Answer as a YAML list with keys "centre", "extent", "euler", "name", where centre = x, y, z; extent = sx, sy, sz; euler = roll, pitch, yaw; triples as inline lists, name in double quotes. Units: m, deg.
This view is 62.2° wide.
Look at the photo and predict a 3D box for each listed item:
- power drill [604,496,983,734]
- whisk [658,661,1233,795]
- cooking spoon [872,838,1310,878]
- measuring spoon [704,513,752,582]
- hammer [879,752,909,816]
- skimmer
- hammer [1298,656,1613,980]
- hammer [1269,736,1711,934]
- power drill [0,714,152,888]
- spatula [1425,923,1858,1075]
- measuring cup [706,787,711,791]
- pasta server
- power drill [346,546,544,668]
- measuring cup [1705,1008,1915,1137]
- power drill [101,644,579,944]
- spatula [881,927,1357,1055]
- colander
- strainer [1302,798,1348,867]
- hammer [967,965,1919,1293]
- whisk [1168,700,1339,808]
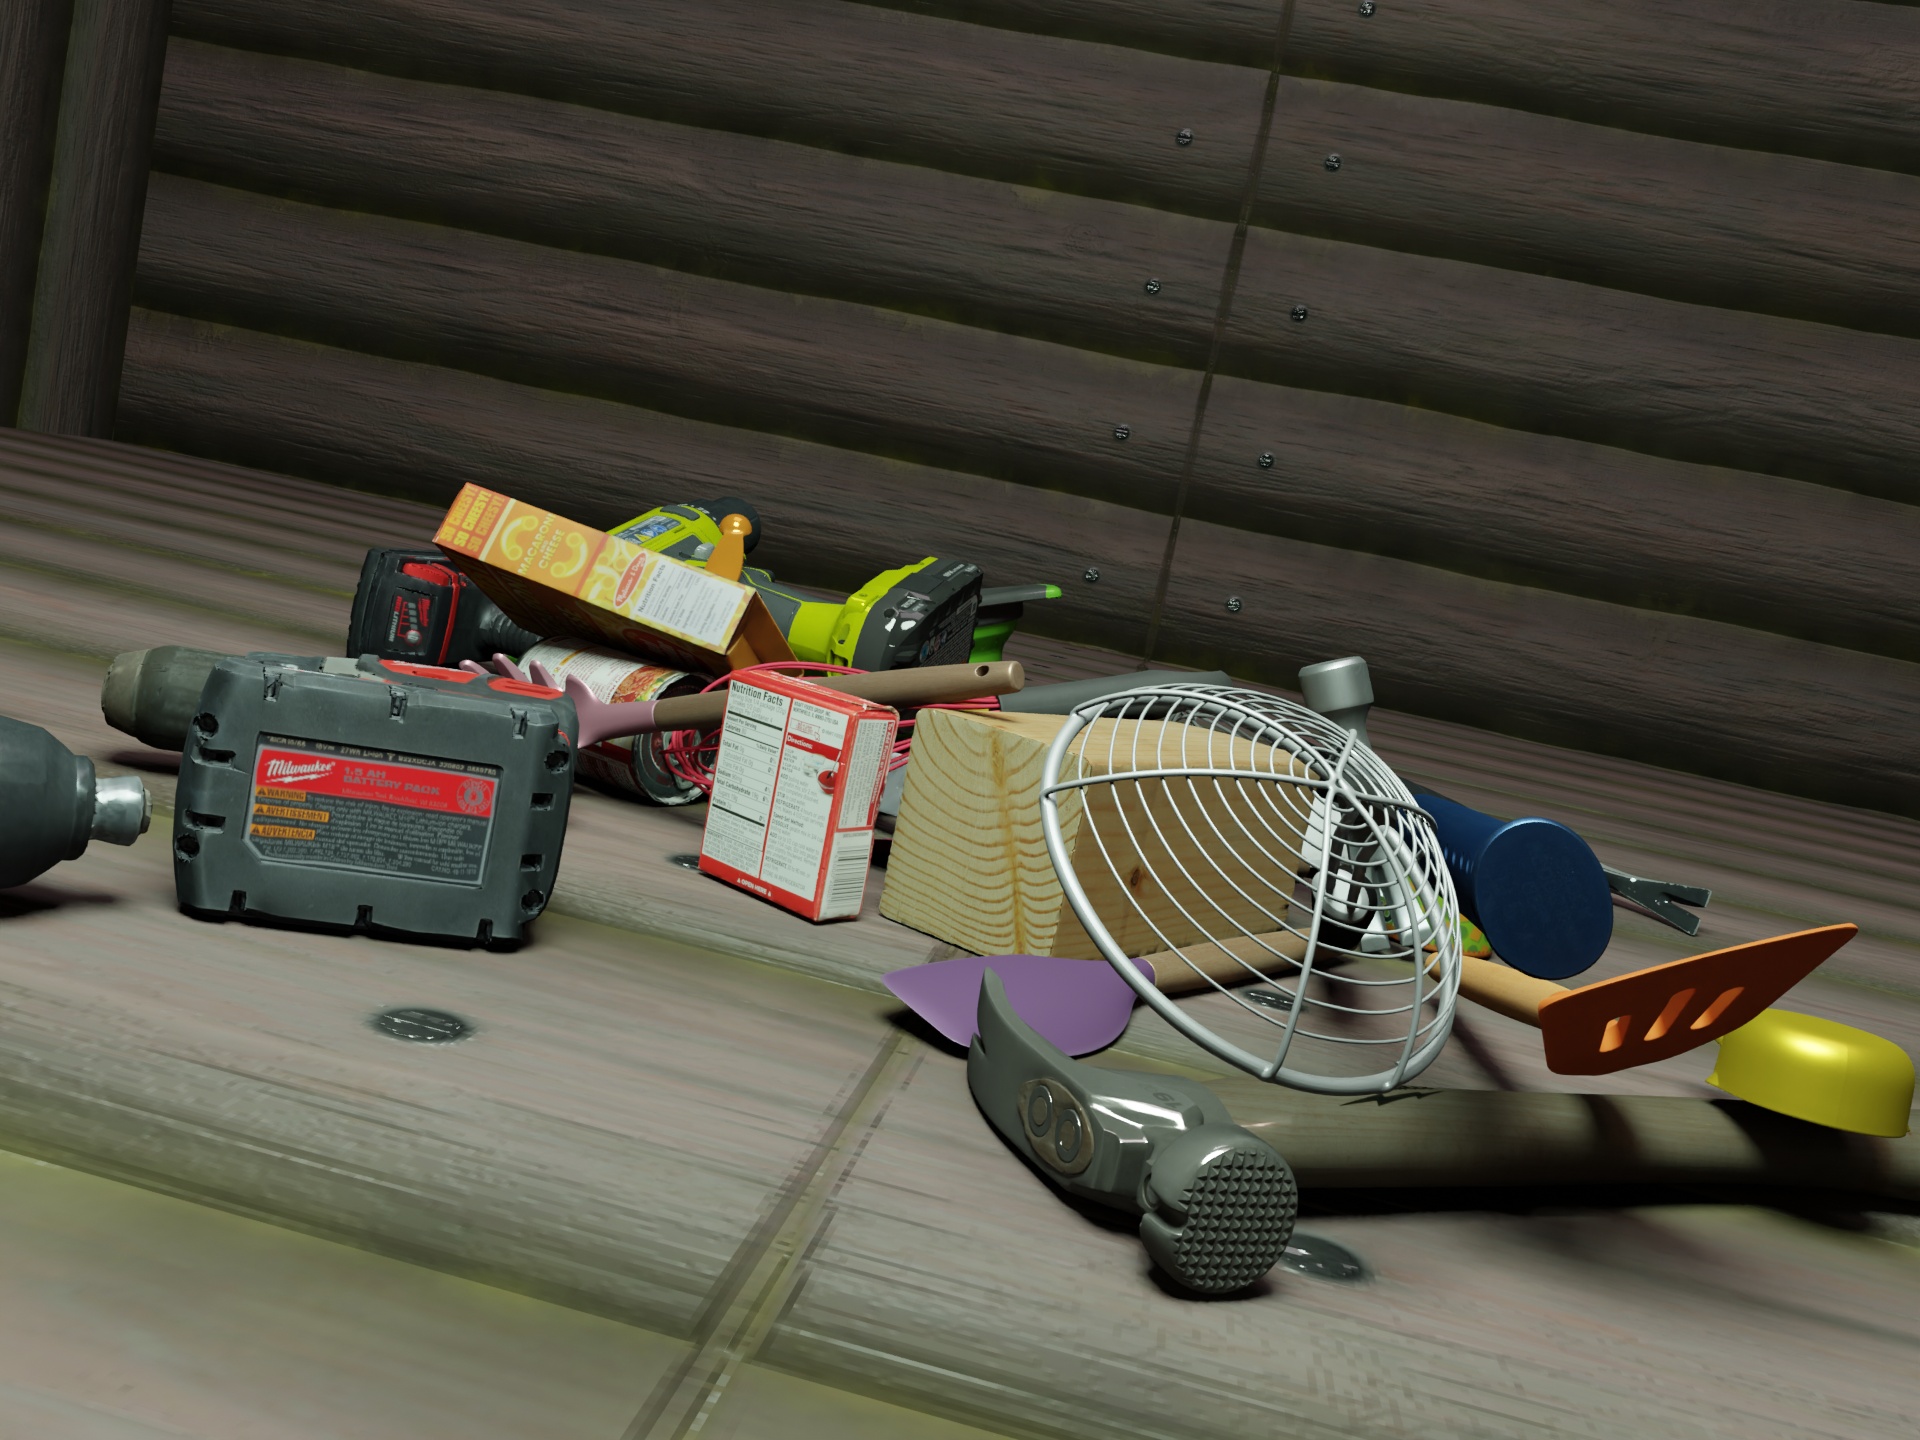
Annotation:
- centre: [-0.107, -0.078, 0.973]
  extent: [0.228, 0.080, 0.190]
  euler: [17, 27, 16]
  name: "power drill"
- centre: [-0.001, -0.003, 0.791]
  extent: [0.295, 0.073, 0.073]
  euler: [-6, 12, -15]
  name: "whisk"
- centre: [0.079, 0.072, 0.843]
  extent: [0.318, 0.017, 0.069]
  euler: [6, -8, -38]
  name: "cooking spoon"
- centre: [-0.133, -0.096, 0.905]
  extent: [0.021, 0.011, 0.117]
  euler: [4, 26, -3]
  name: "measuring spoon"
- centre: [0.084, 0.044, 0.973]
  extent: [0.386, 0.038, 0.143]
  euler: [6, 5, -42]
  name: "hammer"
- centre: [0.107, 0.069, 0.539]
  extent: [0.127, 0.090, 0.363]
  euler: [50, 1, 18]
  name: "skimmer"
- centre: [0.176, 0.046, 0.606]
  extent: [0.035, 0.144, 0.405]
  euler: [-13, 0, 8]
  name: "hammer"
- centre: [0.315, 0.068, 0.969]
  extent: [0.408, 0.036, 0.149]
  euler: [18, 3, -43]
  name: "hammer"
- centre: [-0.356, -0.003, 0.498]
  extent: [0.164, 0.084, 0.227]
  euler: [8, 12, -36]
  name: "power drill"
- centre: [0.199, 0.089, 0.547]
  extent: [0.081, 0.041, 0.322]
  euler: [-15, -5, 3]
  name: "spatula"
- centre: [-0.131, 0.013, 0.884]
  extent: [0.083, 0.038, 0.168]
  euler: [10, 5, -12]
  name: "measuring cup"
- centre: [-0.117, -0.008, 0.717]
  extent: [0.316, 0.060, 0.040]
  euler: [-5, -31, 29]
  name: "pasta server"
- centre: [-0.268, -0.046, 1.013]
  extent: [0.220, 0.078, 0.143]
  euler: [16, 8, 12]
  name: "power drill"
- centre: [0.287, 0.109, 0.561]
  extent: [0.062, 0.029, 0.156]
  euler: [12, 6, 12]
  name: "measuring cup"
- centre: [-0.236, 0.011, 0.597]
  extent: [0.187, 0.080, 0.227]
  euler: [10, 4, -17]
  name: "power drill"
- centre: [0.087, 0.101, 0.632]
  extent: [0.060, 0.018, 0.315]
  euler: [33, 18, 34]
  name: "spatula"
- centre: [-0.122, -0.029, 1.133]
  extent: [0.397, 0.094, 0.204]
  euler: [-7, 6, -2]
  name: "colander"
- centre: [0.252, 0.087, 0.940]
  extent: [0.087, 0.050, 0.259]
  euler: [-12, 23, -36]
  name: "strainer"
- centre: [0.202, 0.131, 0.513]
  extent: [0.410, 0.038, 0.146]
  euler: [9, 6, -25]
  name: "hammer"
- centre: [0.231, 0.046, 1.040]
  extent: [0.238, 0.055, 0.055]
  euler: [28, 0, -22]
  name: "whisk"
